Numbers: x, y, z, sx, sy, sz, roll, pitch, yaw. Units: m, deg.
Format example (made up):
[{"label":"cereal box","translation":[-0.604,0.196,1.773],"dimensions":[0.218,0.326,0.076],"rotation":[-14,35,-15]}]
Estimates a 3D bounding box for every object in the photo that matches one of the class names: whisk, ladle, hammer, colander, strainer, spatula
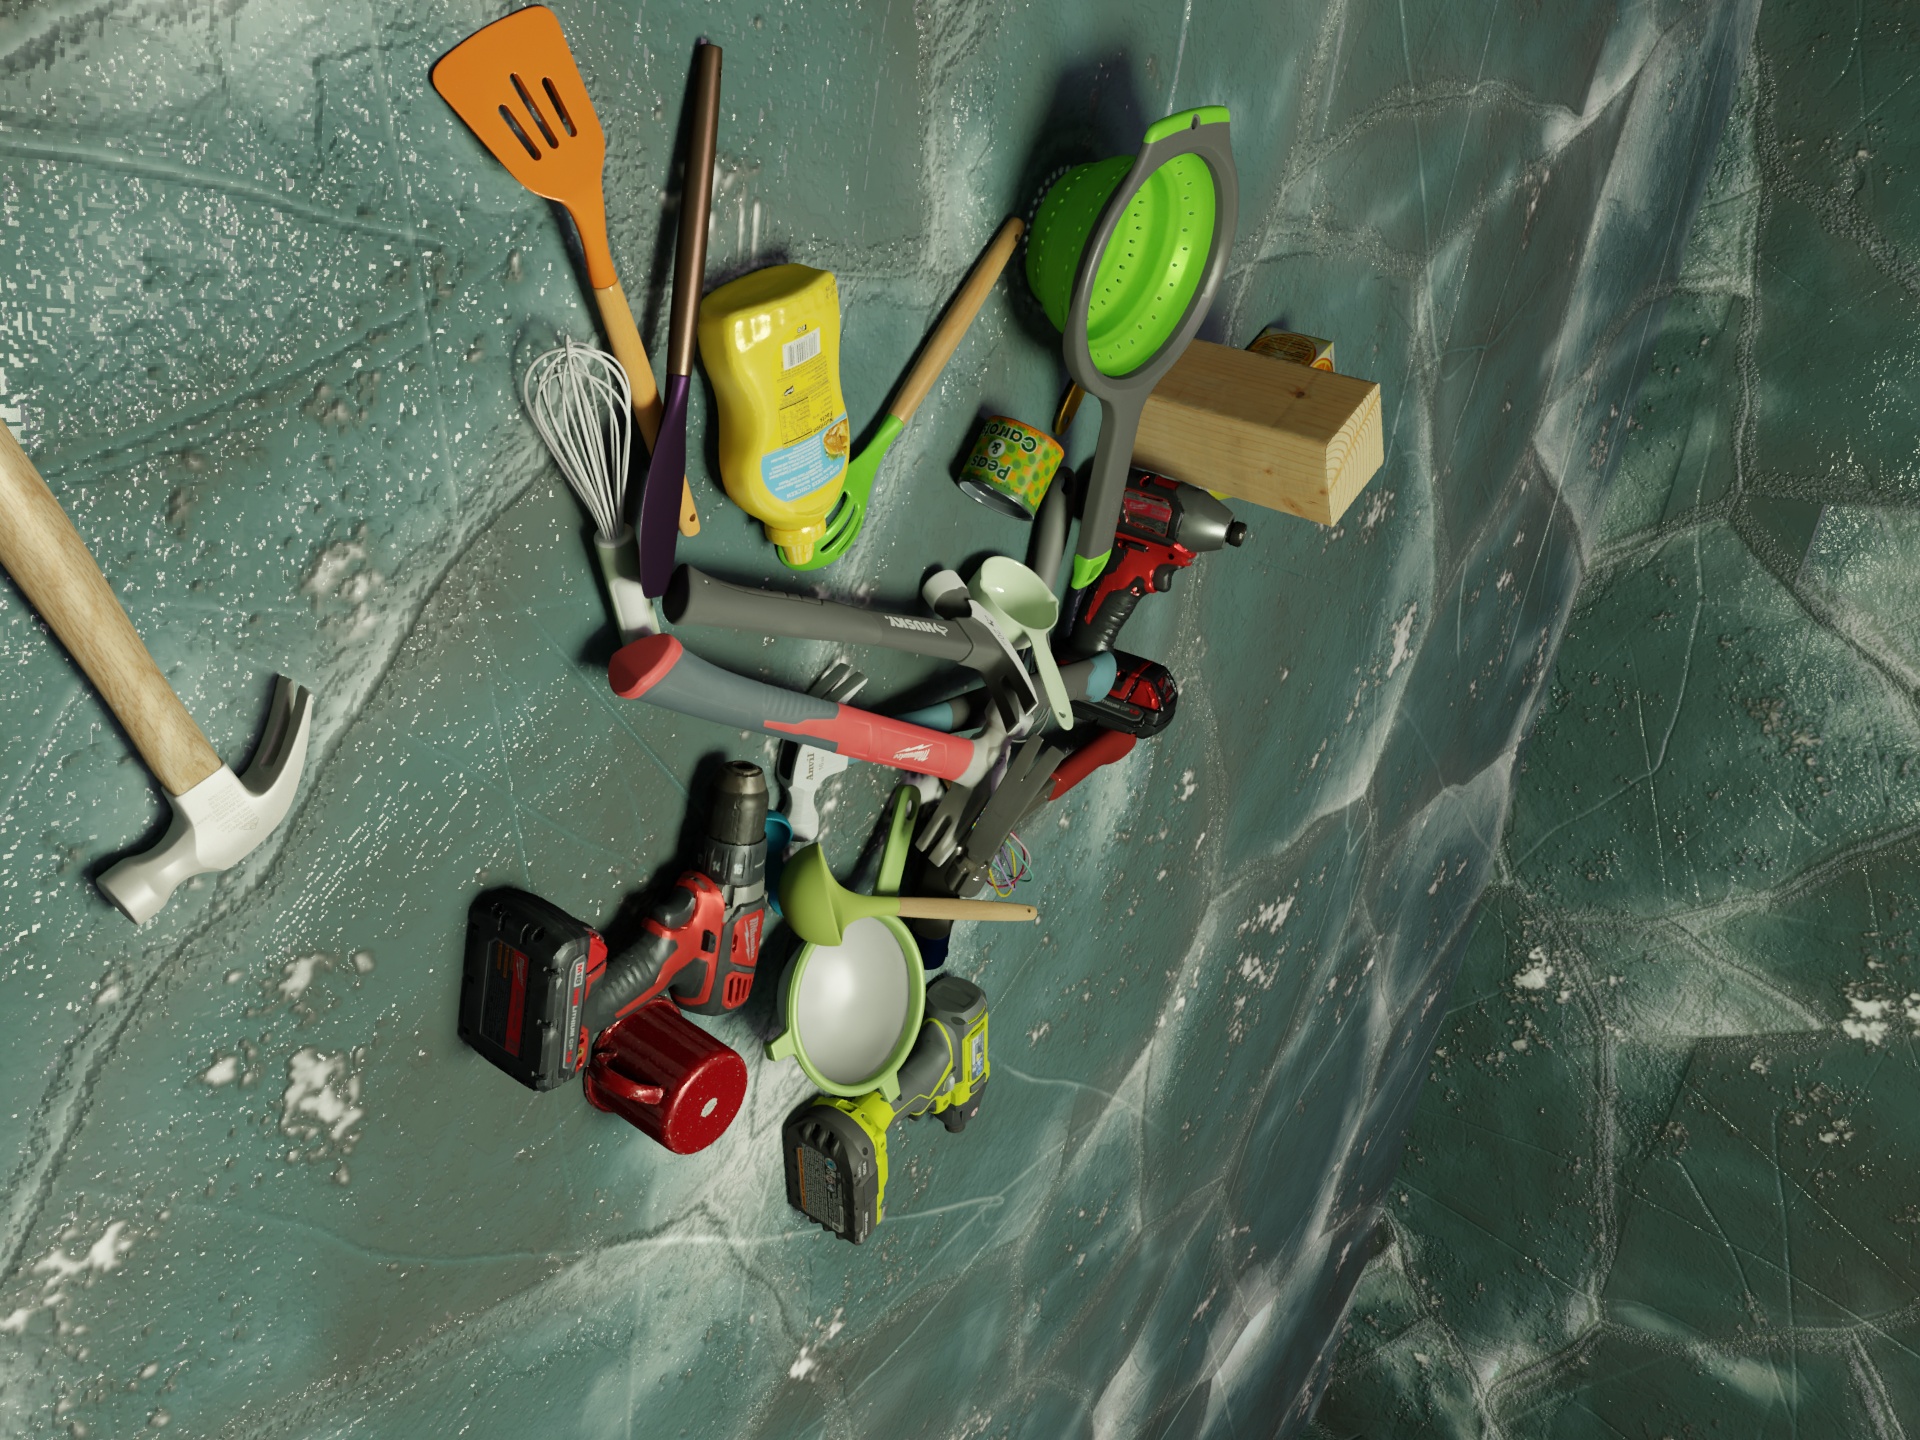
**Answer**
[{"label":"whisk","translation":[0.012,0.081,1.387],"dimensions":[0.047,0.051,0.244],"rotation":[-48,141,-17]},{"label":"ladle","translation":[-0.027,0.145,1.269],"dimensions":[0.320,0.062,0.078],"rotation":[11,58,-51]},{"label":"hammer","translation":[-0.072,-0.062,1.097],"dimensions":[0.035,0.146,0.334],"rotation":[-47,151,25]},{"label":"colander","translation":[0.105,-0.289,1.249],"dimensions":[0.204,0.095,0.396],"rotation":[-31,142,-42]},{"label":"strainer","translation":[-0.089,0.172,1.291],"dimensions":[0.151,0.069,0.256],"rotation":[33,64,-43]},{"label":"hammer","translation":[-0.397,-0.057,0.714],"dimensions":[0.130,0.031,0.331],"rotation":[-44,141,-31]},{"label":"hammer","translation":[-0.002,-0.004,1.265],"dimensions":[0.331,0.033,0.128],"rotation":[-16,123,-37]},{"label":"whisk","translation":[-0.206,-0.116,0.942],"dimensions":[0.058,0.059,0.246],"rotation":[-12,134,-7]},{"label":"spatula","translation":[-0.200,-0.231,0.901],"dimensions":[0.081,0.041,0.322],"rotation":[-47,147,-28]},{"label":"hammer","translation":[-0.097,0.018,1.116],"dimensions":[0.386,0.038,0.143],"rotation":[16,109,-52]},{"label":"hammer","translation":[0.095,0.042,1.391],"dimensions":[0.149,0.037,0.359],"rotation":[-59,168,22]},{"label":"spatula","translation":[-0.162,-0.227,0.924],"dimensions":[0.060,0.018,0.316],"rotation":[-36,134,-76]},{"label":"whisk","translation":[0.069,-0.097,1.352],"dimensions":[0.055,0.055,0.239],"rotation":[-6,111,-54]}]

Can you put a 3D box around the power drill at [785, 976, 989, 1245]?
[{"label":"power drill","translation":[-0.054,0.357,1.435],"dimensions":[0.223,0.080,0.171],"rotation":[-36,137,-43]}]

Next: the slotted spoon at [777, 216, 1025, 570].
[{"label":"slotted spoon","translation":[-0.034,-0.236,1.134],"dimensions":[0.314,0.031,0.070],"rotation":[-60,149,-13]}]

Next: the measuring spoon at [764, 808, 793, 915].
[{"label":"measuring spoon","translation":[-0.142,0.106,1.201],"dimensions":[0.042,0.021,0.128],"rotation":[-11,140,-4]}]

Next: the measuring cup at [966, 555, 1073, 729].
[{"label":"measuring cup","translation":[0.050,-0.055,1.263],"dimensions":[0.083,0.168,0.038],"rotation":[7,142,-39]}]

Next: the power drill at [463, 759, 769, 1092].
[{"label":"power drill","translation":[-0.212,0.131,1.063],"dimensions":[0.226,0.080,0.187],"rotation":[-16,123,-54]}]

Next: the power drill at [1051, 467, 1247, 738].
[{"label":"power drill","translation":[0.158,-0.104,1.386],"dimensions":[0.078,0.143,0.219],"rotation":[-36,142,-64]}]

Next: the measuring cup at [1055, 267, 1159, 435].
[{"label":"measuring cup","translation":[0.122,-0.302,1.314],"dimensions":[0.062,0.029,0.156],"rotation":[36,79,-57]}]
